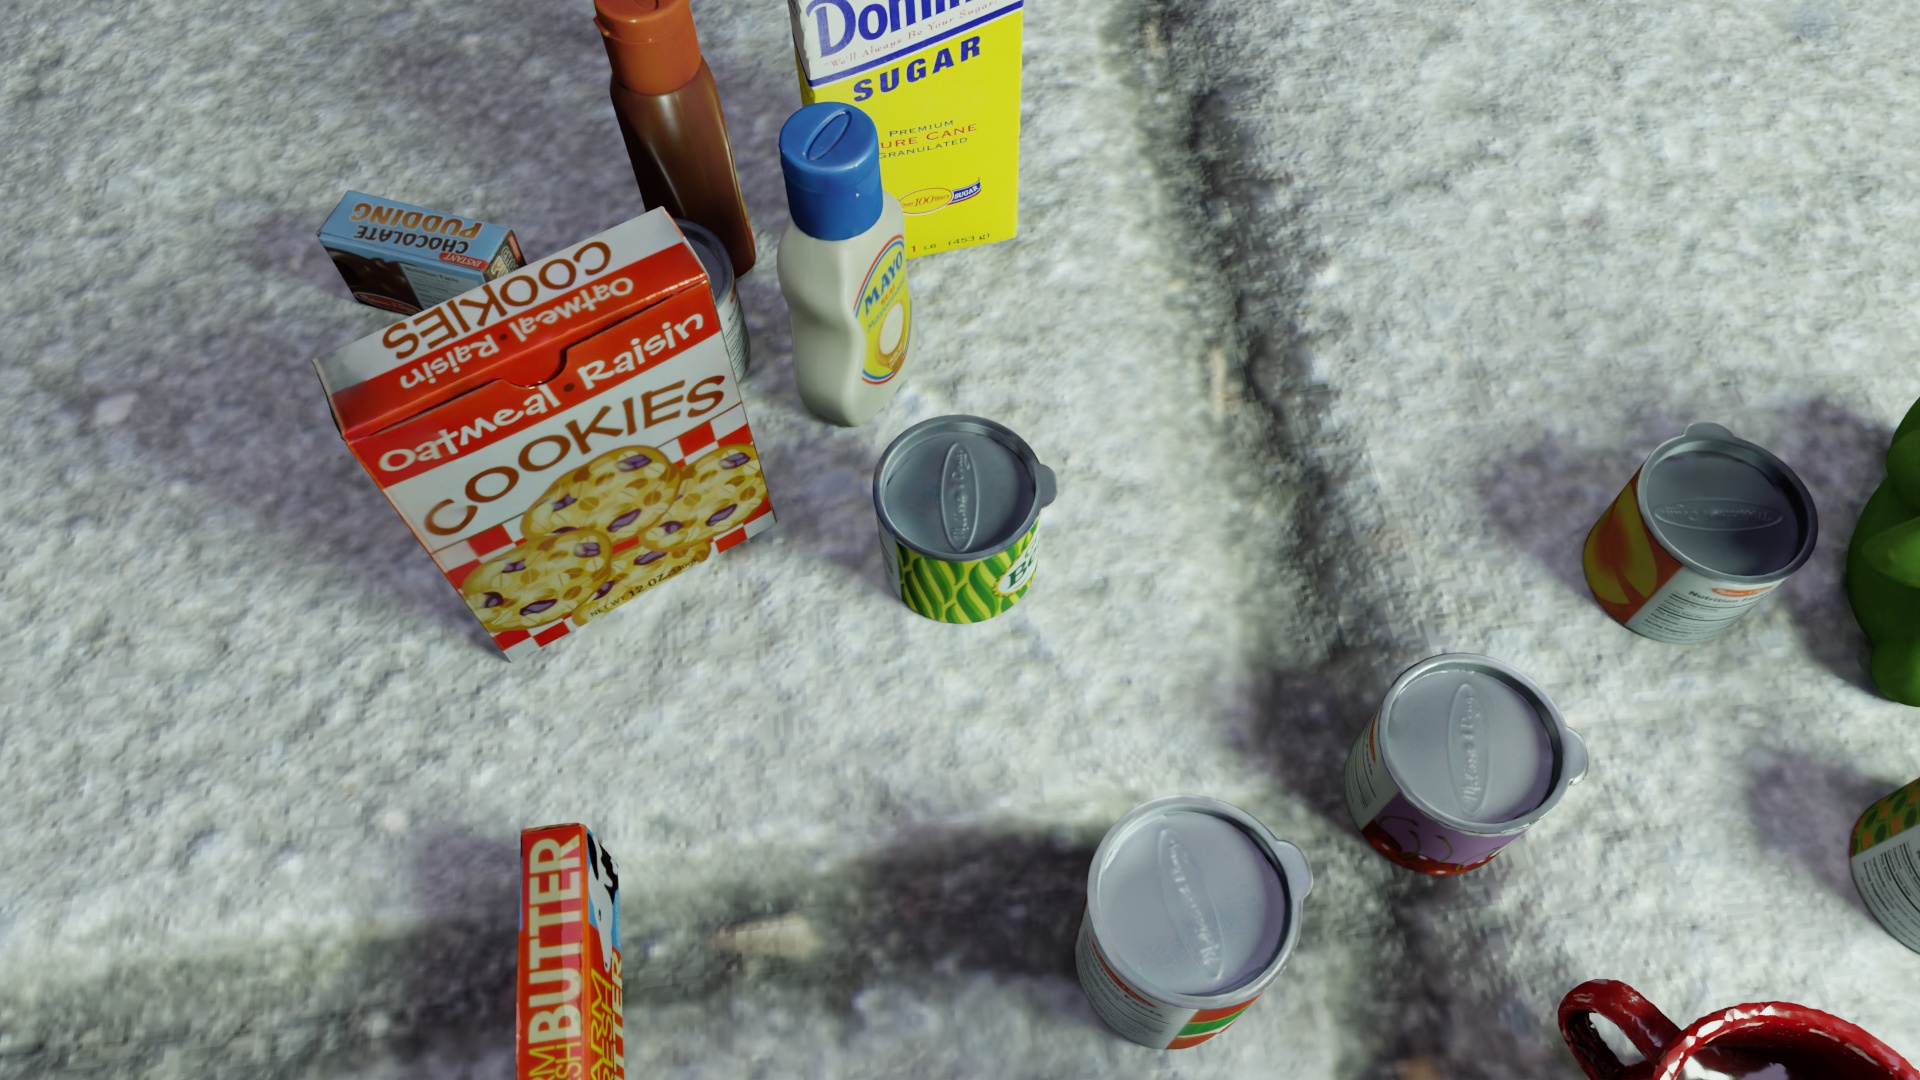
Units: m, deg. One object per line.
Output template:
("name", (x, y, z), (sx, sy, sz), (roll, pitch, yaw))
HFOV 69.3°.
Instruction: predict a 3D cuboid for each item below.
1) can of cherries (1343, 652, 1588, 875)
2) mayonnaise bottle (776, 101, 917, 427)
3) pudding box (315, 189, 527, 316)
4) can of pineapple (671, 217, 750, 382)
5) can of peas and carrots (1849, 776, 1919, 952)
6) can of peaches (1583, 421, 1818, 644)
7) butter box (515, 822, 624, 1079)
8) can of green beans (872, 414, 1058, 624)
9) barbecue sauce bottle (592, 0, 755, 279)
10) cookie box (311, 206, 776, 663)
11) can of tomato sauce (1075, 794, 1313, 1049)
("can of cherries", (0.180, 0.083, 0.502), (0.071, 0.058, 0.072), (0, 61, 1))
("mayonnaise bottle", (-0.046, -0.110, 0.563), (0.041, 0.147, 0.065), (25, 64, 14))
("pudding box", (-0.240, -0.125, 0.630), (0.084, 0.049, 0.030), (14, 62, 9))
("can of pineapple", (-0.130, -0.098, 0.609), (0.071, 0.057, 0.071), (0, 61, 1))
("can of peas and carrots", (0.361, 0.109, 0.485), (0.071, 0.058, 0.071), (0, 61, 1))
("can of peaches", (0.289, -0.002, 0.548), (0.071, 0.057, 0.071), (0, 61, 1))
("butter box", (-0.132, 0.153, 0.471), (0.024, 0.053, 0.104), (-7, 61, -3))
("can of green beans", (0.000, -0.007, 0.556), (0.071, 0.057, 0.071), (0, 61, 1))
("barbecue sauce bottle", (-0.124, -0.178, 0.602), (0.044, 0.148, 0.065), (-29, 65, -14))
("cookie box", (-0.139, -0.031, 0.509), (0.123, 0.166, 0.040), (-29, 65, -14))
("can of tomato sauce", (0.075, 0.129, 0.464), (0.071, 0.082, 0.071), (0, 61, 1))
